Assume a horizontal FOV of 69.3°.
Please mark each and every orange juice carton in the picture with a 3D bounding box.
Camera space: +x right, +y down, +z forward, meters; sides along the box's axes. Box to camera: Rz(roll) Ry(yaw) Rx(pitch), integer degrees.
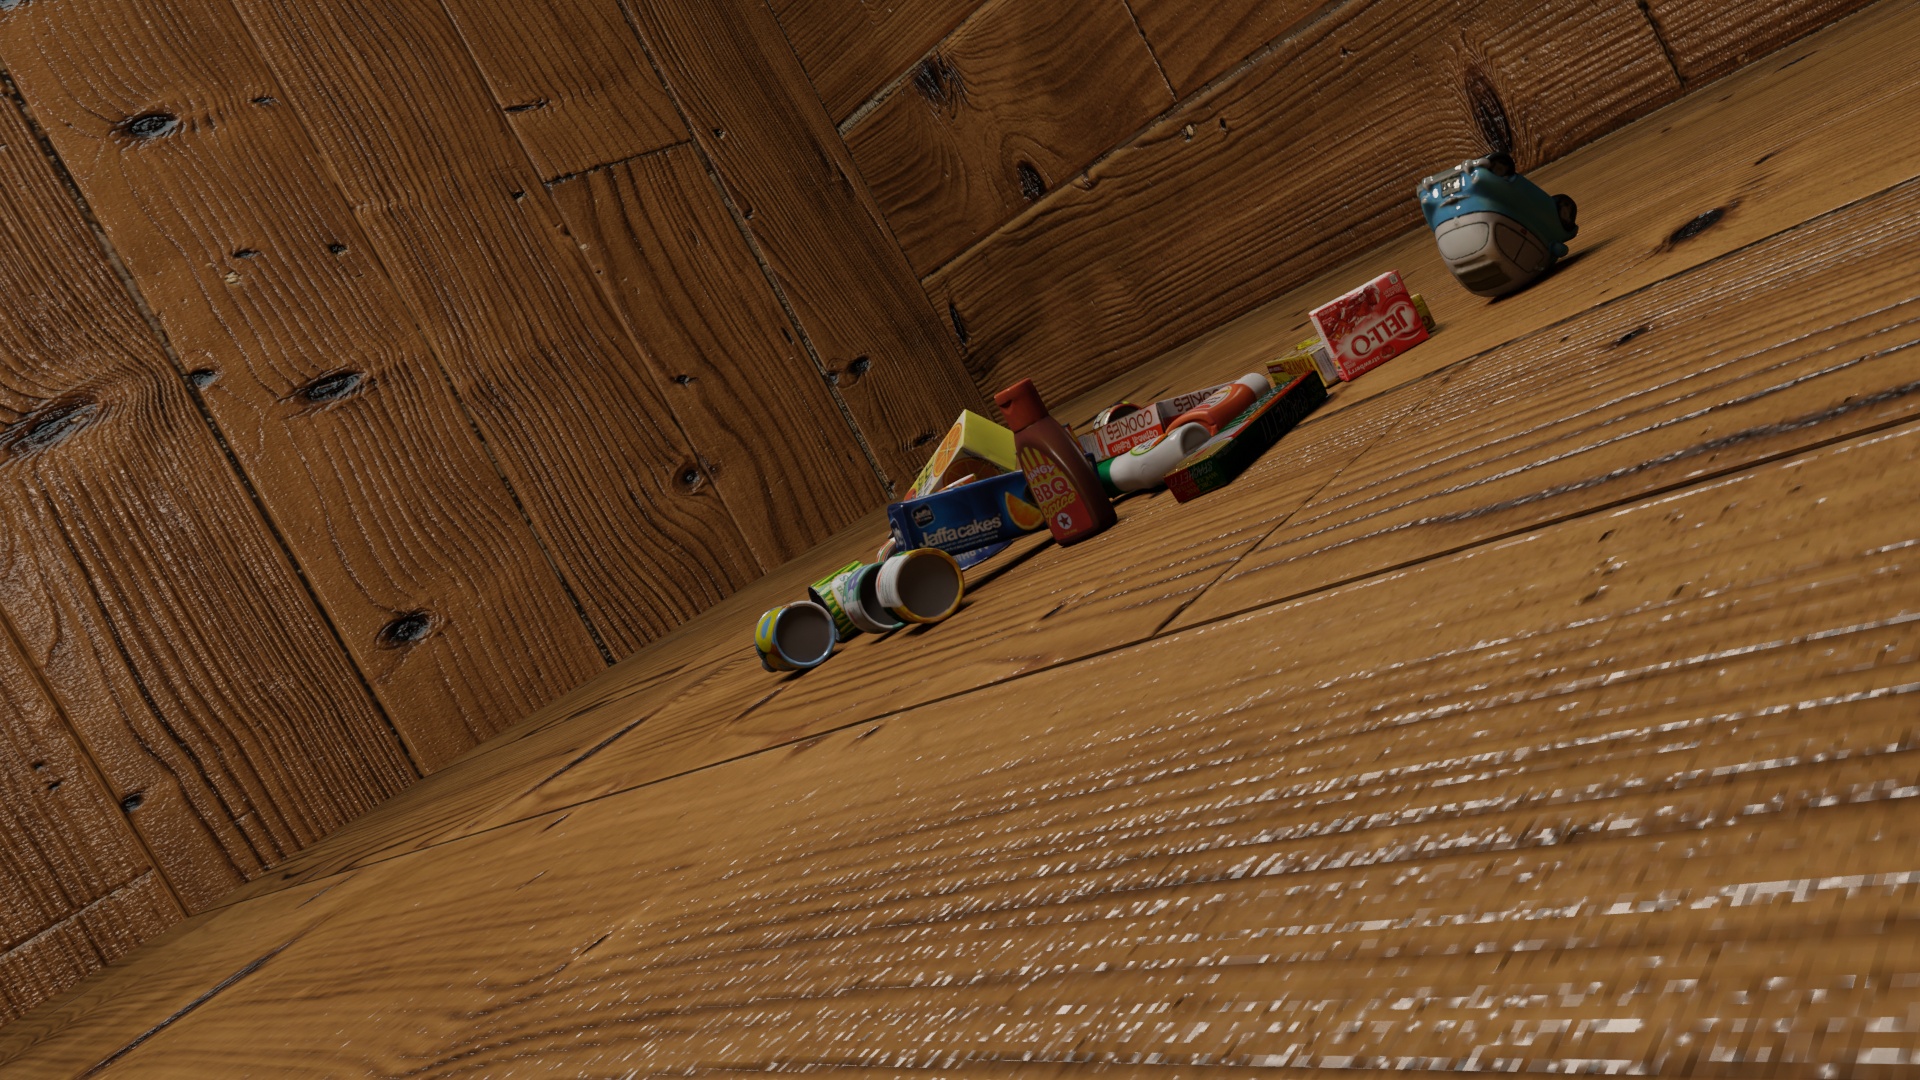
[{"bbox_3d":[-0.012,-0.052,1.619,0.191,0.072,0.073,-54,20,35],"label":"orange juice carton"}]

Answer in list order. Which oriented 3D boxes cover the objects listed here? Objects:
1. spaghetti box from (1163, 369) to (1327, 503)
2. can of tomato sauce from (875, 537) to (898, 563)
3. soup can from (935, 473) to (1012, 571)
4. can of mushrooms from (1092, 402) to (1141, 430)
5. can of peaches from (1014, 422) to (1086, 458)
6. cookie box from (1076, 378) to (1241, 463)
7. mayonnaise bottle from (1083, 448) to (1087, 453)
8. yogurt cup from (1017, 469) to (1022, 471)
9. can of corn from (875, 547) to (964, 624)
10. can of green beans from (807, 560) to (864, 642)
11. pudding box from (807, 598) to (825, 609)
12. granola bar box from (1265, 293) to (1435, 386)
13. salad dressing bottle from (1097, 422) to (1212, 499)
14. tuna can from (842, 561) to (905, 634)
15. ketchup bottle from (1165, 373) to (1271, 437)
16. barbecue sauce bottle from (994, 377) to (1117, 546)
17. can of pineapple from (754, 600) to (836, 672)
[{"bbox_3d":[0.254,-0.095,1.210,0.050,0.028,0.251,-24,7,40],"label":"spaghetti box"},{"bbox_3d":[-0.052,0.029,1.429,0.071,0.071,0.083,-29,5,-8],"label":"can of tomato sauce"},{"bbox_3d":[0.005,-0.018,1.473,0.071,0.083,0.071,-29,5,3],"label":"soup can"},{"bbox_3d":[0.193,-0.131,1.645,0.071,0.071,0.033,-30,7,-19],"label":"can of mushrooms"},{"bbox_3d":[0.099,-0.083,1.464,0.071,0.058,0.071,-30,4,2],"label":"can of peaches"},{"bbox_3d":[0.219,-0.126,1.517,0.123,0.040,0.167,-18,-1,-28],"label":"cookie box"},{"bbox_3d":[0.077,-0.055,1.530,0.148,0.041,0.065,-39,0,9],"label":"mayonnaise bottle"},{"bbox_3d":[0.094,-0.063,1.593,0.072,0.054,0.072,-28,5,3],"label":"yogurt cup"},{"bbox_3d":[-0.033,0.041,1.221,0.071,0.071,0.058,-30,6,-17],"label":"can of corn"},{"bbox_3d":[-0.115,0.062,1.427,0.058,0.071,0.071,-30,5,-17],"label":"can of green beans"},{"bbox_3d":[-0.142,0.081,1.472,0.084,0.049,0.030,-30,6,-13],"label":"pudding box"},{"bbox_3d":[0.393,-0.198,1.415,0.124,0.039,0.165,-29,5,0],"label":"granola bar box"},{"bbox_3d":[0.176,-0.071,1.303,0.064,0.044,0.147,-30,5,-32],"label":"salad dressing bottle"},{"bbox_3d":[-0.072,0.051,1.297,0.071,0.071,0.032,-31,7,-29],"label":"tuna can"},{"bbox_3d":[0.266,-0.129,1.395,0.064,0.043,0.149,-24,6,43],"label":"ketchup bottle"},{"bbox_3d":[0.080,-0.071,1.231,0.044,0.148,0.064,-32,6,-41],"label":"barbecue sauce bottle"},{"bbox_3d":[-0.162,0.096,1.363,0.071,0.071,0.057,-31,6,-27],"label":"can of pineapple"}]
